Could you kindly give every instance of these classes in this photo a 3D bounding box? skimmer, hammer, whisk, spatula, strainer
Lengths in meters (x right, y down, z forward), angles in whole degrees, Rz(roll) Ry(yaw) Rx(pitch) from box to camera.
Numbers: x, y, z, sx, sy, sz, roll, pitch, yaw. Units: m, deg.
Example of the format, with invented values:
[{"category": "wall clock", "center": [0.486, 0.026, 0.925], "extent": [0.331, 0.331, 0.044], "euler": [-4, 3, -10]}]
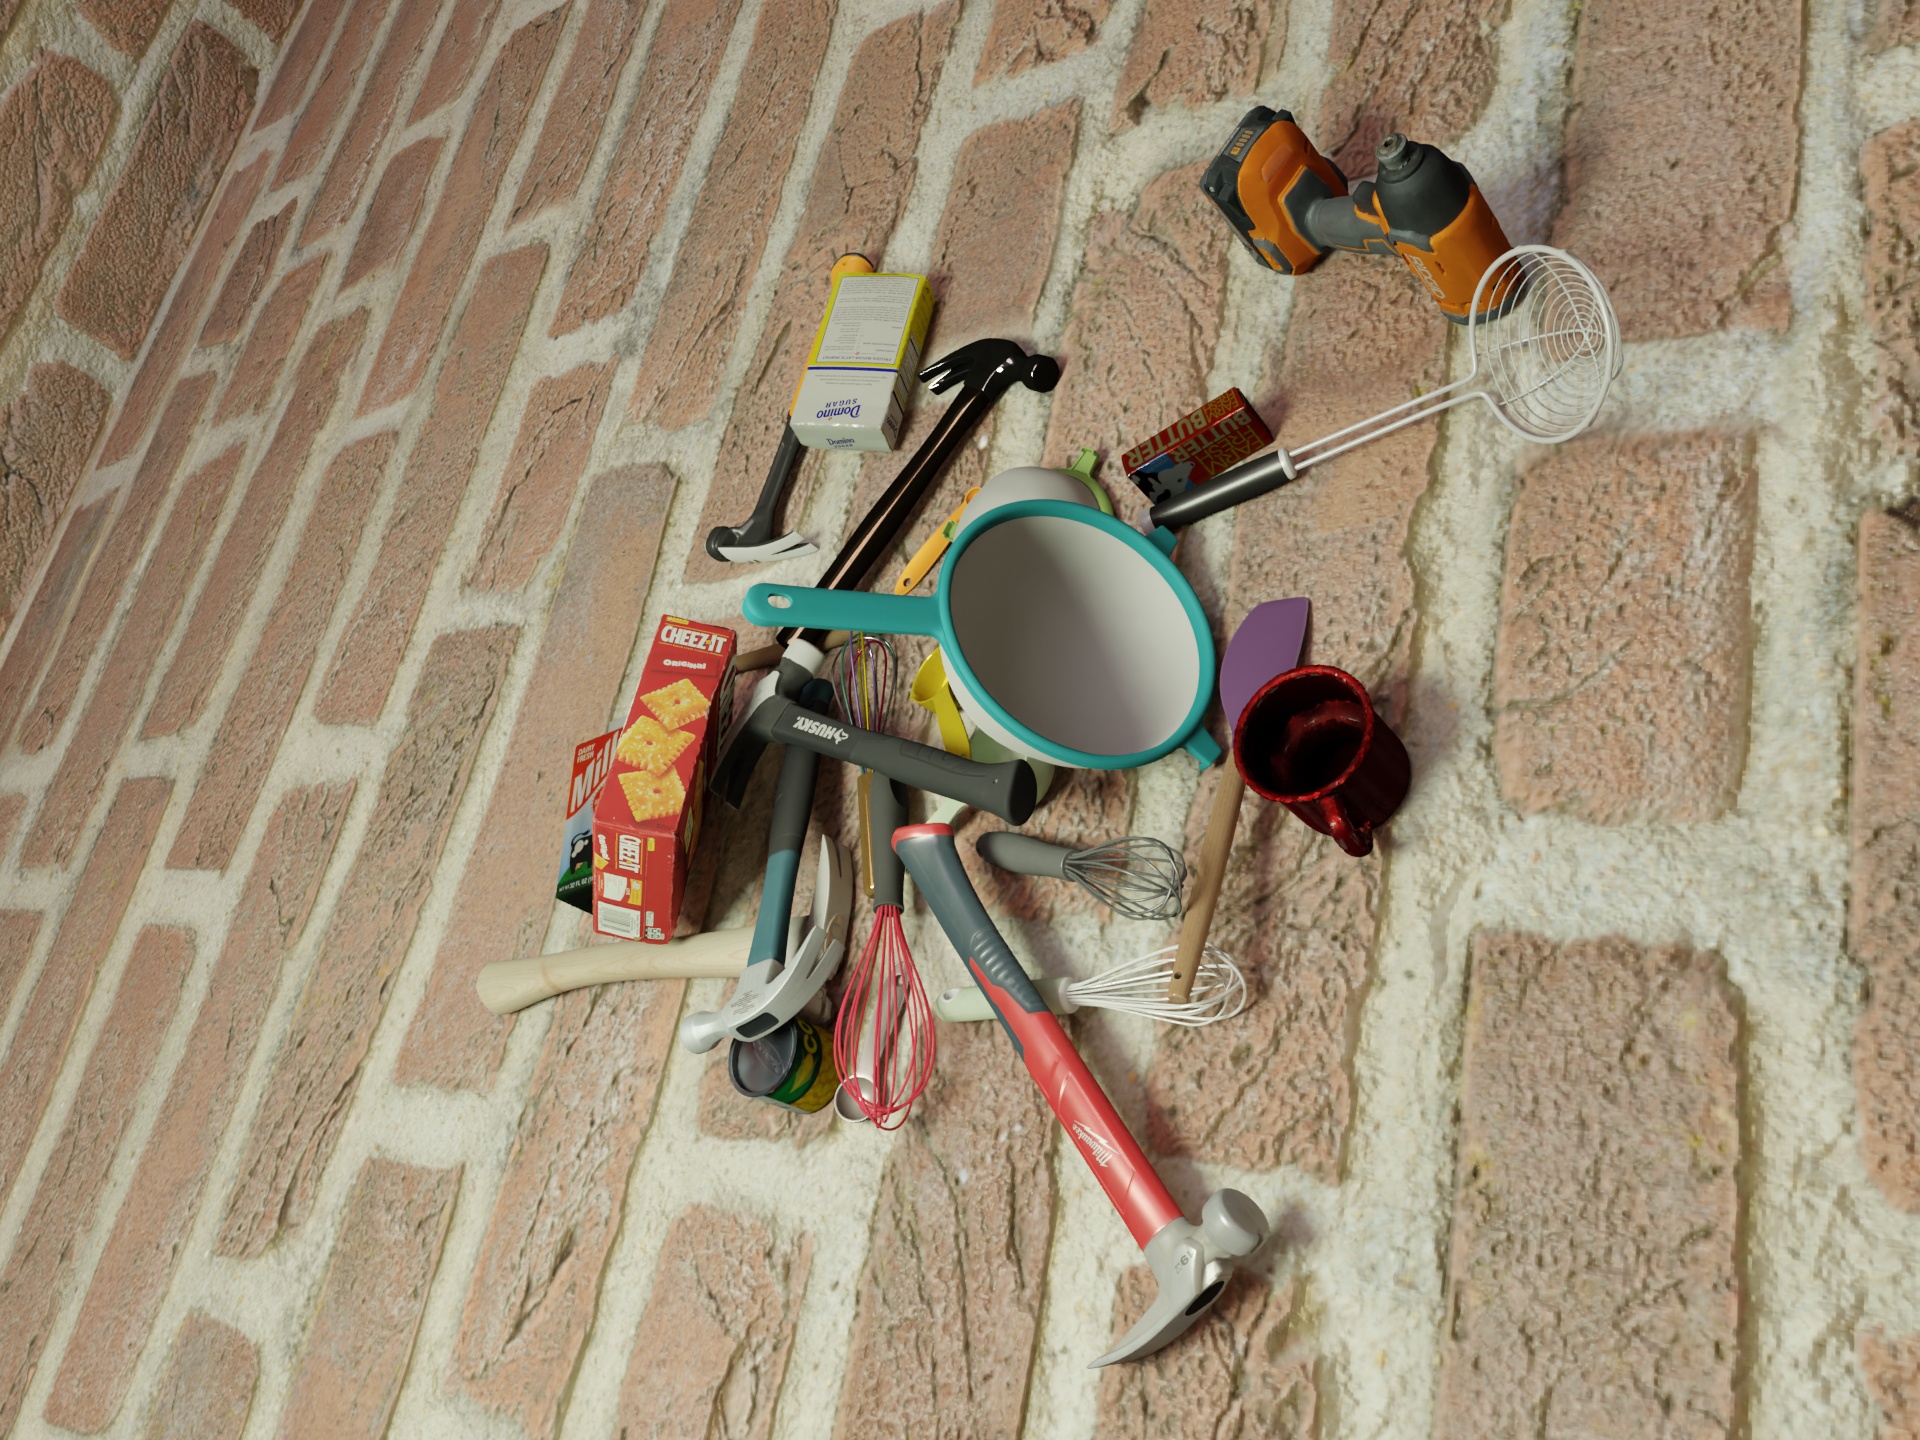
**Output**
[{"category": "skimmer", "center": [0.270, -0.202, 1.095], "extent": [0.363, 0.090, 0.127], "euler": [-21, 86, 31]}, {"category": "hammer", "center": [-0.053, -0.195, 1.379], "extent": [0.130, 0.031, 0.331], "euler": [30, 83, 46]}, {"category": "whisk", "center": [0.080, 0.183, 1.063], "extent": [0.246, 0.059, 0.058], "euler": [-13, 21, 38]}, {"category": "hammer", "center": [0.043, 0.218, 1.032], "extent": [0.143, 0.038, 0.387], "euler": [-54, 48, 22]}, {"category": "hammer", "center": [-0.260, 0.192, 1.334], "extent": [0.411, 0.038, 0.146], "euler": [-12, 57, 34]}, {"category": "spatula", "center": [0.177, 0.043, 1.046], "extent": [0.060, 0.018, 0.316], "euler": [-8, 50, 37]}, {"category": "whisk", "center": [-0.072, 0.029, 1.280], "extent": [0.047, 0.051, 0.245], "euler": [-37, 48, 45]}, {"category": "hammer", "center": [-0.137, 0.097, 1.240], "extent": [0.128, 0.033, 0.331], "euler": [-24, 41, 28]}, {"category": "strainer", "center": [0.048, -0.102, 1.229], "extent": [0.151, 0.069, 0.257], "euler": [-26, 53, 25]}, {"category": "strainer", "center": [0.008, -0.049, 1.102], "extent": [0.095, 0.340, 0.211], "euler": [128, 140, -56]}, {"category": "whisk", "center": [0.074, 0.097, 1.079], "extent": [0.239, 0.055, 0.055], "euler": [5, 68, 60]}, {"category": "hammer", "center": [-0.143, -0.305, 1.526], "extent": [0.127, 0.034, 0.337], "euler": [2, 67, 40]}, {"category": "hammer", "center": [-0.066, 0.028, 1.179], "extent": [0.335, 0.035, 0.146], "euler": [16, 68, 49]}, {"category": "whisk", "center": [-0.053, 0.155, 1.163], "extent": [0.073, 0.073, 0.296], "euler": [-22, 50, 28]}]

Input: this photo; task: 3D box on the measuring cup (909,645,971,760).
[{"category": "measuring cup", "center": [-0.002, -0.004, 1.219], "extent": [0.062, 0.029, 0.157], "euler": [-46, 31, 19]}]

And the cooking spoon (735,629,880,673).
[{"category": "cooking spoon", "center": [-0.178, -0.057, 1.422], "extent": [0.319, 0.017, 0.069], "euler": [-12, 57, 34]}]

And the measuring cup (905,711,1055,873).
[{"category": "measuring cup", "center": [0.012, 0.064, 1.196], "extent": [0.167, 0.038, 0.083], "euler": [-50, 39, 28]}]

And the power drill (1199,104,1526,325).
[{"category": "power drill", "center": [0.279, -0.371, 1.135], "extent": [0.084, 0.164, 0.227], "euler": [-54, 43, 1]}]

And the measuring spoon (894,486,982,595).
[{"category": "measuring spoon", "center": [-0.016, -0.150, 1.354], "extent": [0.117, 0.011, 0.021], "euler": [-50, 56, 9]}]

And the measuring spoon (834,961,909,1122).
[{"category": "measuring spoon", "center": [-0.059, 0.236, 1.165], "extent": [0.034, 0.018, 0.124], "euler": [8, 64, 25]}]
